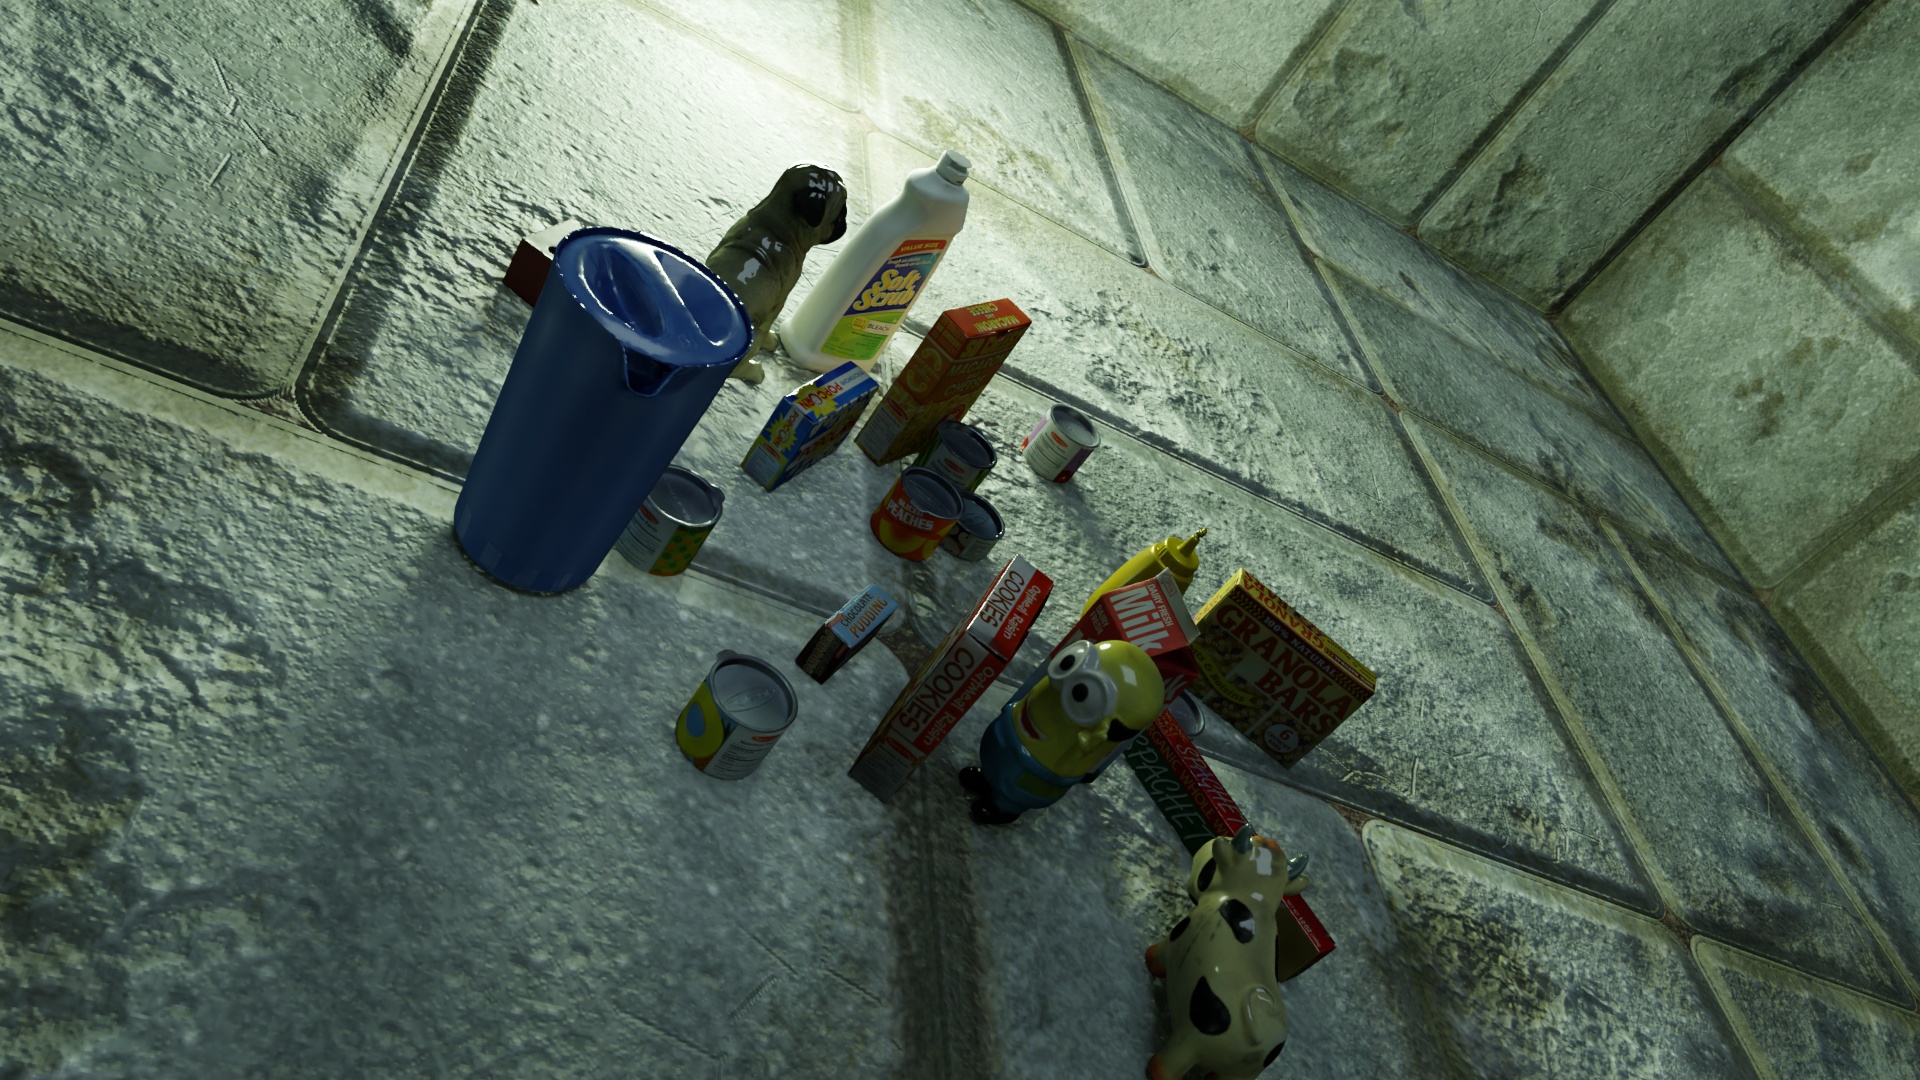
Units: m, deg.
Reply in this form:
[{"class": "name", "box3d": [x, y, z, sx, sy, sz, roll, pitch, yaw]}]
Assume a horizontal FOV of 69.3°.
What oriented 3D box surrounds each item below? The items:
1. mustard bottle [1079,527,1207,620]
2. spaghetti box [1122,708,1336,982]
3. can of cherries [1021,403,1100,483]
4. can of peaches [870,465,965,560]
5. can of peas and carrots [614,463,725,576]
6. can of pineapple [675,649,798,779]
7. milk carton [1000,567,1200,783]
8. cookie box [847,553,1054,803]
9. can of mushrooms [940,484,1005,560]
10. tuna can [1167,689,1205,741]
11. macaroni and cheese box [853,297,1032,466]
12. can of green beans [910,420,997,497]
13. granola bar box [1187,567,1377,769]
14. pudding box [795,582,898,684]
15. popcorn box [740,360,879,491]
[{"class": "mustard bottle", "box3d": [0.173, 0.043, 1.277, 0.065, 0.159, 0.049, 30, 33, -14]}, {"class": "spaghetti box", "box3d": [0.216, 0.247, 1.164, 0.029, 0.050, 0.251, -3, 50, -47]}, {"class": "can of cherries", "box3d": [0.109, -0.105, 1.495, 0.071, 0.058, 0.072, 26, 34, -19]}, {"class": "can of peaches", "box3d": [-0.040, -0.023, 1.245, 0.071, 0.057, 0.071, 26, 34, -19]}, {"class": "can of peas and carrots", "box3d": [-0.221, -0.016, 1.055, 0.071, 0.058, 0.071, 26, 34, -19]}, {"class": "can of pineapple", "box3d": [-0.154, 0.119, 0.951, 0.071, 0.057, 0.071, 26, 34, -19]}, {"class": "milk carton", "box3d": [0.121, 0.109, 1.112, 0.073, 0.189, 0.072, 13, 39, -34]}, {"class": "cookie box", "box3d": [-0.005, 0.101, 1.019, 0.040, 0.166, 0.123, 38, 32, -1]}, {"class": "can of mushrooms", "box3d": [0.005, -0.016, 1.303, 0.071, 0.033, 0.071, 26, 34, -19]}, {"class": "tuna can", "box3d": [0.186, 0.158, 1.264, 0.071, 0.032, 0.071, 26, 34, -19]}, {"class": "macaroni and cheese box", "box3d": [-0.015, -0.152, 1.330, 0.040, 0.165, 0.124, 46, 33, 12]}, {"class": "can of green beans", "box3d": [-0.007, -0.073, 1.341, 0.071, 0.057, 0.071, 26, 34, -19]}, {"class": "granola bar box", "box3d": [0.292, 0.124, 1.325, 0.165, 0.123, 0.039, 39, 32, 1]}, {"class": "pudding box", "box3d": [-0.088, 0.071, 1.085, 0.030, 0.049, 0.084, 41, 32, 5]}, {"class": "popcorn box", "box3d": [-0.131, -0.103, 1.229, 0.038, 0.085, 0.127, 41, 32, 4]}]
